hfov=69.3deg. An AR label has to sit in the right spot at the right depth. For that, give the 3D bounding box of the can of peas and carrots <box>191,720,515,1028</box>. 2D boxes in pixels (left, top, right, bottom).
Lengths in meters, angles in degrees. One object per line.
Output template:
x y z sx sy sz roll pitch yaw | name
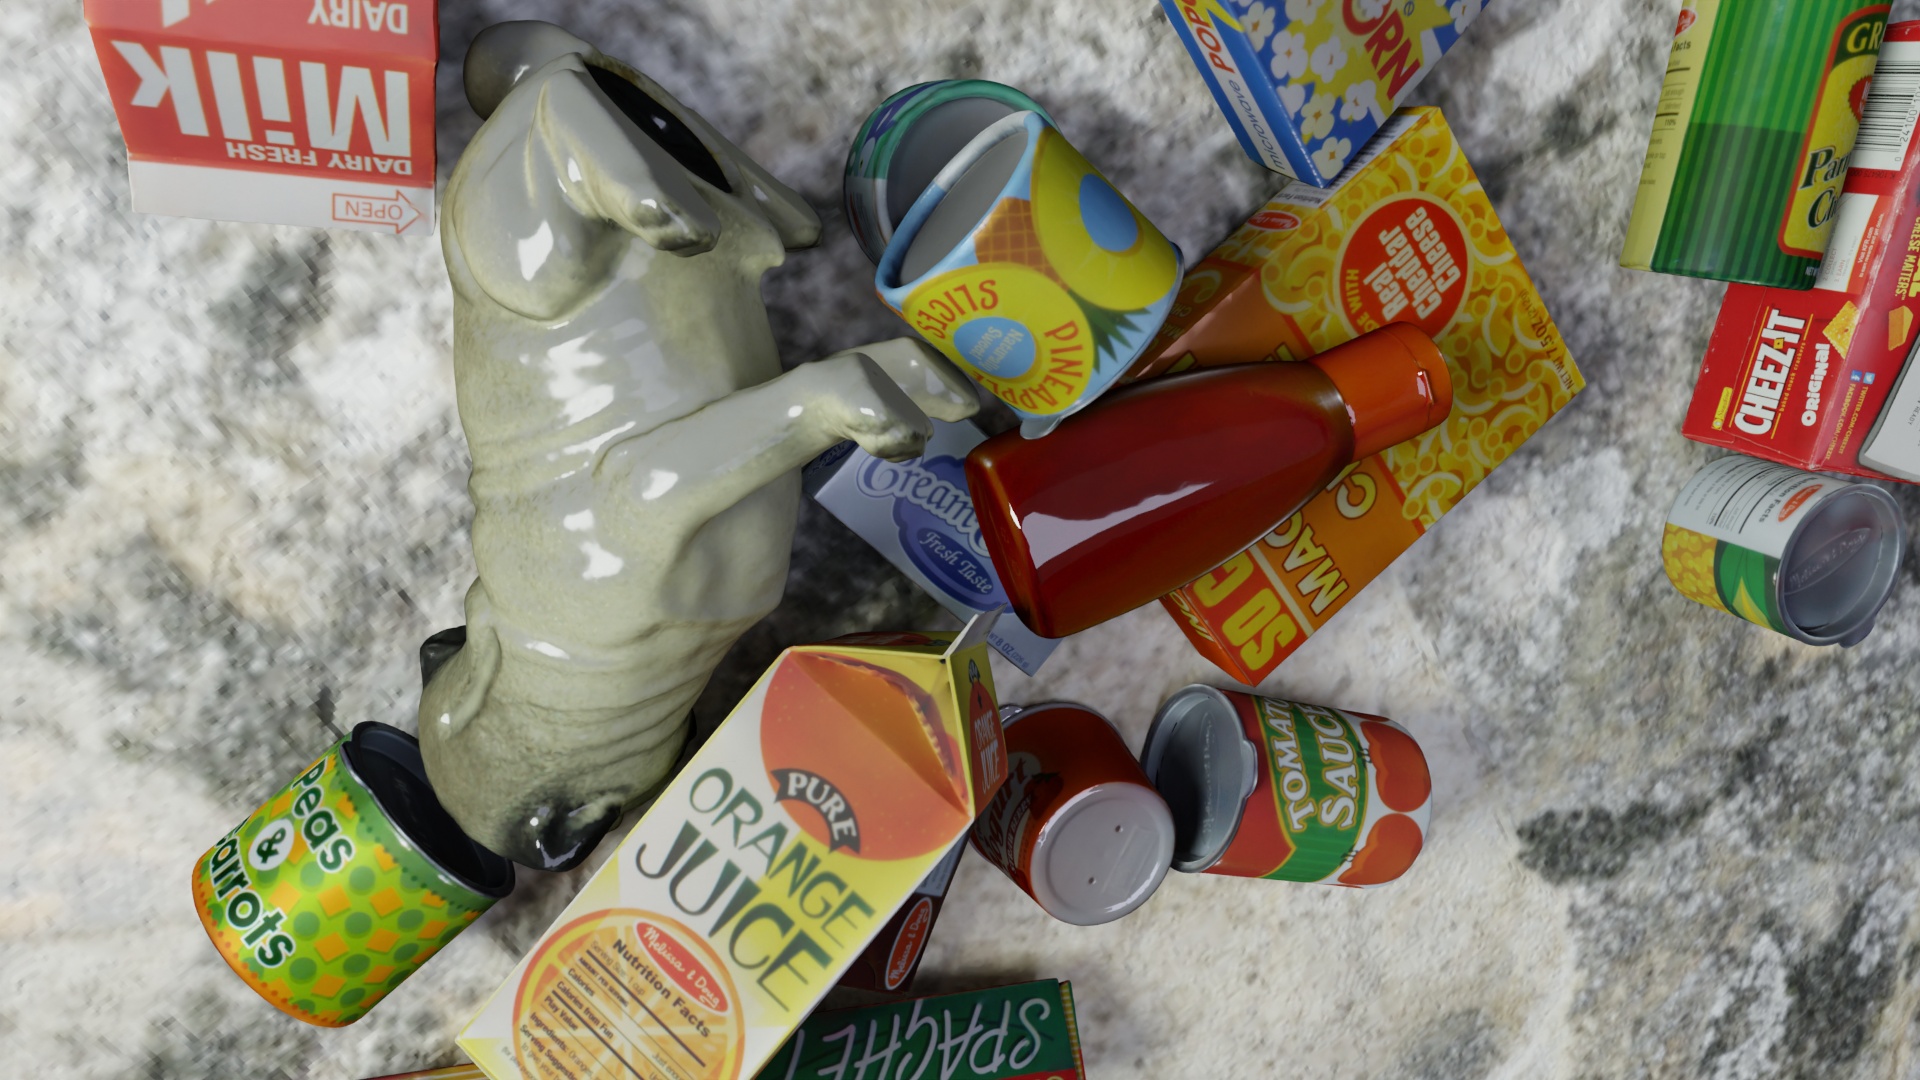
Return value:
-0.174 0.095 0.399 0.059 0.071 0.071 -41 115 -4 | can of peas and carrots

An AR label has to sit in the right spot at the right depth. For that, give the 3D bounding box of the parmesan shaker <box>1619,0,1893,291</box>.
0.286 -0.146 0.503 0.071 0.071 0.102 2 105 -21 | parmesan shaker

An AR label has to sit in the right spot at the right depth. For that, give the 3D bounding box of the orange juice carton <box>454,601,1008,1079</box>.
-0.051 0.093 0.416 0.073 0.072 0.192 41 94 8 | orange juice carton

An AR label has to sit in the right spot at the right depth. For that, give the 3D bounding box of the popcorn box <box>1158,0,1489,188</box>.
0.104 -0.181 0.419 0.085 0.038 0.126 -48 135 -1 | popcorn box

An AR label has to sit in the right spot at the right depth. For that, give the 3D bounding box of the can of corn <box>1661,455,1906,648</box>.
0.334 0.005 0.566 0.071 0.058 0.071 -6 107 -19 | can of corn

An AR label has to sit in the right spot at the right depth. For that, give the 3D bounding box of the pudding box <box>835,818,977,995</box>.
-0.030 0.110 0.478 0.050 0.030 0.083 17 99 -25 | pudding box

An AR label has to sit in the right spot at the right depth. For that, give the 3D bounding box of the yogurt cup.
0.039 0.098 0.487 0.072 0.054 0.072 -6 108 -19 | yogurt cup

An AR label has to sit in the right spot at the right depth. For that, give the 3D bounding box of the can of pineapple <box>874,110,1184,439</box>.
0.018 -0.074 0.384 0.058 0.071 0.071 37 91 -25 | can of pineapple

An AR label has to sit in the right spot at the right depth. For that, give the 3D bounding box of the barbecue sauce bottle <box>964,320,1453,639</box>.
0.079 -0.025 0.427 0.149 0.044 0.064 -23 104 -11 | barbecue sauce bottle

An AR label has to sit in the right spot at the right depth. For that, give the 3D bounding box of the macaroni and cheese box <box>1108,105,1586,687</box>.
0.123 -0.049 0.483 0.166 0.040 0.123 -42 114 -5 | macaroni and cheese box

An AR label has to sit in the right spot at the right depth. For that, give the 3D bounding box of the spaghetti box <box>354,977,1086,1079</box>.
-0.076 0.192 0.472 0.250 0.028 0.050 -2 65 -20 | spaghetti box

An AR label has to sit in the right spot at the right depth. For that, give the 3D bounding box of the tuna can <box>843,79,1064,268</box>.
0.002 -0.108 0.425 0.071 0.033 0.071 -6 108 -18 | tuna can

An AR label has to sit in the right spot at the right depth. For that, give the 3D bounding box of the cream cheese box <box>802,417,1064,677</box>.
0.002 -0.006 0.460 0.103 0.024 0.053 40 88 -25 | cream cheese box

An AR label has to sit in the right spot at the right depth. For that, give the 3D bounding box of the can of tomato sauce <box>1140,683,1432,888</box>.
0.119 0.090 0.506 0.083 0.071 0.071 11 101 -23 | can of tomato sauce

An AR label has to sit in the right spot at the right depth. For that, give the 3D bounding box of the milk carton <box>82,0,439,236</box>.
-0.160 -0.170 0.325 0.072 0.073 0.190 1 105 -20 | milk carton
